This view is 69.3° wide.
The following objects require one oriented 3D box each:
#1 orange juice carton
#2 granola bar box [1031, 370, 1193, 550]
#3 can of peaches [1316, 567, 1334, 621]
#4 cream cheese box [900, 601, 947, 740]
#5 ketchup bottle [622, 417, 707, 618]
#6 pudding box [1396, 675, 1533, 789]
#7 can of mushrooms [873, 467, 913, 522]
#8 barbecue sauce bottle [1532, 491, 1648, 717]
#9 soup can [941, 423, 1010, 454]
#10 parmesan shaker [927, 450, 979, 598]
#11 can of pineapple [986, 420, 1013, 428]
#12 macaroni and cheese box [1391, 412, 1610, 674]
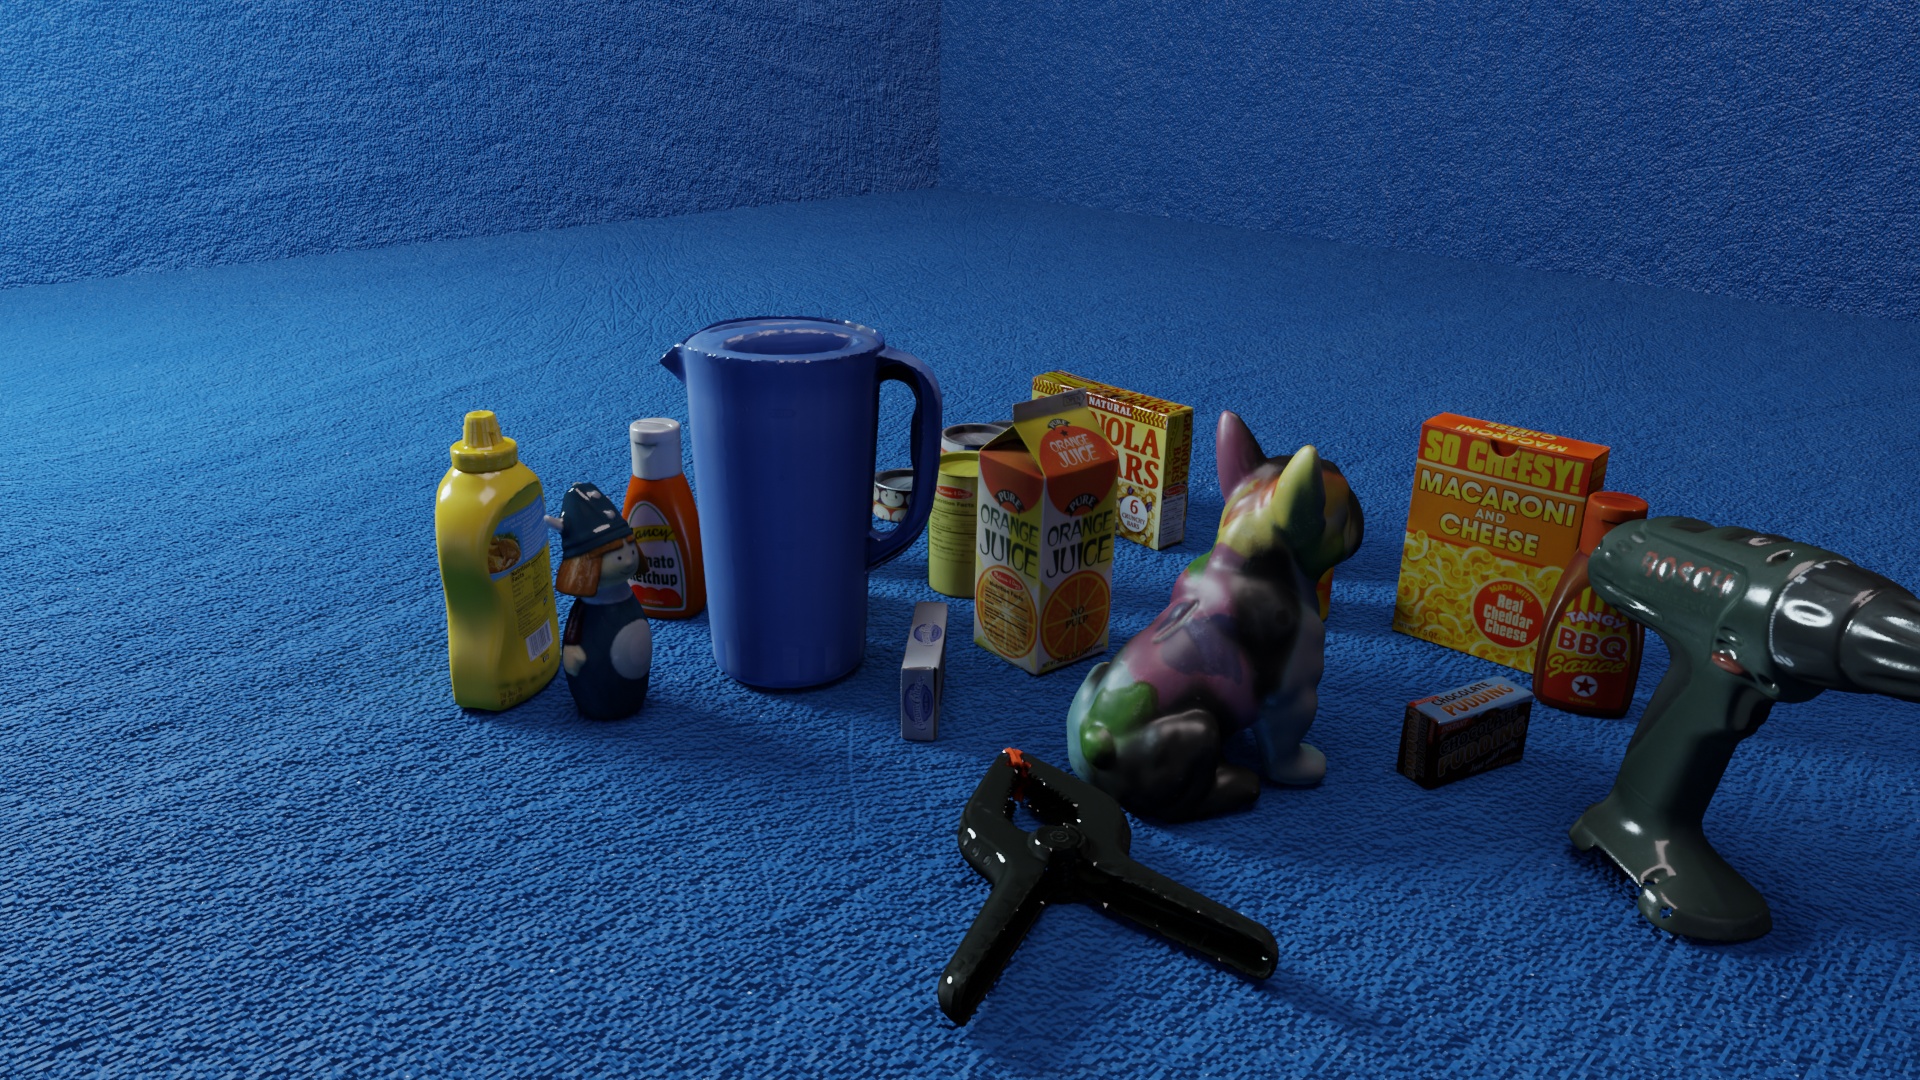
[{"bbox_3d":[0.060,-0.010,0.983,0.072,0.191,0.073,-15,26,-36],"label":"orange juice carton"},{"bbox_3d":[0.132,-0.075,1.248,0.039,0.123,0.166,-16,27,-38],"label":"granola bar box"},{"bbox_3d":[0.254,0.029,1.077,0.071,0.057,0.071,1,21,0],"label":"can of peaches"},{"bbox_3d":[-0.023,0.085,0.924,0.024,0.053,0.104,2,21,3],"label":"cream cheese box"},{"bbox_3d":[-0.225,-0.017,1.044,0.065,0.148,0.044,7,21,14],"label":"ketchup bottle"},{"bbox_3d":[0.313,0.118,0.862,0.084,0.049,0.030,-10,24,-27],"label":"pudding box"},{"bbox_3d":[-0.050,-0.042,1.279,0.071,0.033,0.071,1,21,0],"label":"can of mushrooms"},{"bbox_3d":[0.426,0.042,0.928,0.065,0.148,0.044,10,23,23],"label":"barbecue sauce bottle"},{"bbox_3d":[0.017,-0.057,1.250,0.071,0.083,0.071,1,21,0],"label":"soup can"},{"bbox_3d":[0.004,-0.014,1.113,0.071,0.102,0.071,1,21,0],"label":"parmesan shaker"},{"bbox_3d":[0.053,-0.080,1.348,0.071,0.057,0.071,1,21,0],"label":"can of pineapple"},{"bbox_3d":[0.387,0.003,1.003,0.124,0.165,0.040,18,27,38],"label":"macaroni and cheese box"}]
